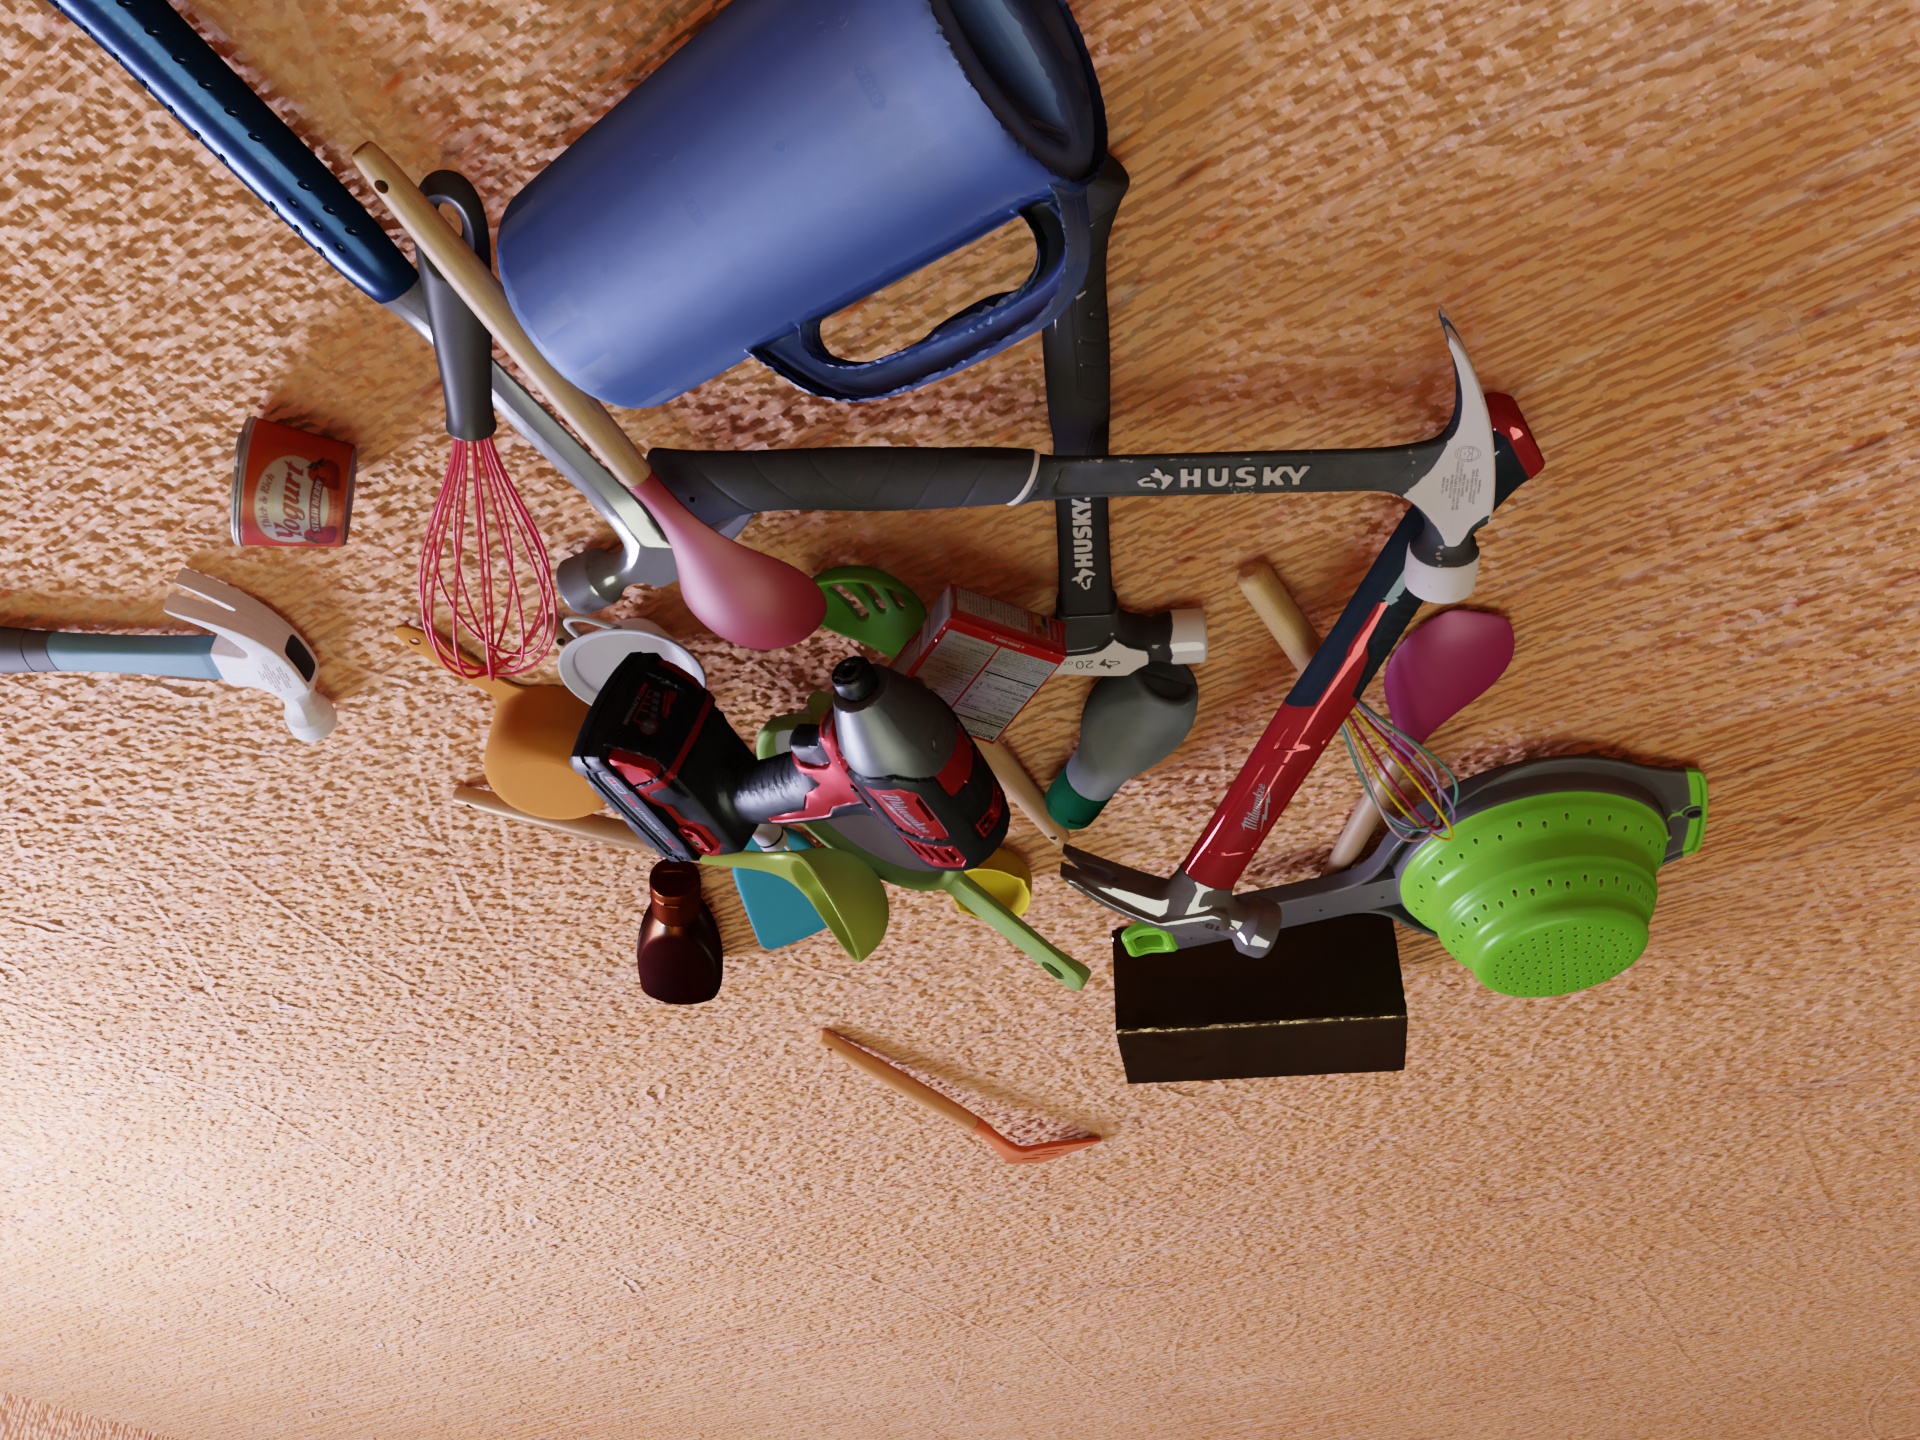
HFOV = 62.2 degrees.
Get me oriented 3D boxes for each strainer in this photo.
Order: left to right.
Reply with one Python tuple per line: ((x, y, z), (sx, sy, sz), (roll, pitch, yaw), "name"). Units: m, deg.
((-0.166, 0.009, 0.983), (0.087, 0.050, 0.258), (-13, 134, 19), "strainer")
((-0.008, 0.066, 0.989), (0.256, 0.069, 0.151), (40, 152, -6), "strainer")

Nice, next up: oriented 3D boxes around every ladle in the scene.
((-0.163, -0.132, 0.732), (0.069, 0.031, 0.315), (-17, 133, 25), "ladle")
((-0.195, 0.090, 1.033), (0.320, 0.062, 0.078), (11, 146, 15), "ladle")

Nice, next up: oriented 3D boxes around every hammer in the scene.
((-0.560, -0.041, 0.965), (0.331, 0.033, 0.128), (2, 142, 1), "hammer")
((-0.252, -0.199, 0.751), (0.144, 0.035, 0.405), (-19, 137, 25), "hammer")
((0.050, -0.121, 0.769), (0.409, 0.036, 0.149), (0, 132, 5), "hammer")
((0.055, -0.140, 0.807), (0.146, 0.035, 0.334), (-2, 141, 5), "hammer")
((0.190, -0.019, 0.892), (0.143, 0.038, 0.386), (20, 127, -6), "hammer")

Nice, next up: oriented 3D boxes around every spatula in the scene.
((-0.174, 0.041, 1.038), (0.082, 0.044, 0.317), (-26, 133, 11), "spatula")
((-0.006, 0.341, 1.420), (0.081, 0.041, 0.322), (-31, 127, 35), "spatula")

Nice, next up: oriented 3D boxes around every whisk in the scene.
((-0.236, -0.126, 0.769), (0.073, 0.073, 0.295), (6, 135, -5), "whisk")
((0.234, -0.006, 0.942), (0.051, 0.047, 0.244), (-31, 122, 18), "whisk")

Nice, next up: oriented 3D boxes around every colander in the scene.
((0.306, 0.138, 1.066), (0.397, 0.095, 0.204), (-14, 141, 13), "colander")

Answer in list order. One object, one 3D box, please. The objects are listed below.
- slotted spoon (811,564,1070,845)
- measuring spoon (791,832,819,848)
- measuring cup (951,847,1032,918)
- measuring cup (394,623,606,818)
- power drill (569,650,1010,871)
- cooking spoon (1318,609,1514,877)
((-0.002, -0.003, 0.988), (0.070, 0.031, 0.313), (-9, 142, 27), "slotted spoon")
((-0.097, 0.115, 1.155), (0.021, 0.011, 0.116), (-10, 136, 14), "measuring spoon")
((-0.010, 0.083, 1.105), (0.062, 0.029, 0.156), (-30, 119, 34), "measuring cup")
((-0.284, 0.004, 0.989), (0.095, 0.052, 0.173), (-24, 136, 29), "measuring cup")
((-0.093, 0.019, 0.857), (0.220, 0.079, 0.143), (0, 142, 31), "power drill")
((0.276, 0.039, 1.030), (0.068, 0.017, 0.318), (8, 141, -3), "cooking spoon")
